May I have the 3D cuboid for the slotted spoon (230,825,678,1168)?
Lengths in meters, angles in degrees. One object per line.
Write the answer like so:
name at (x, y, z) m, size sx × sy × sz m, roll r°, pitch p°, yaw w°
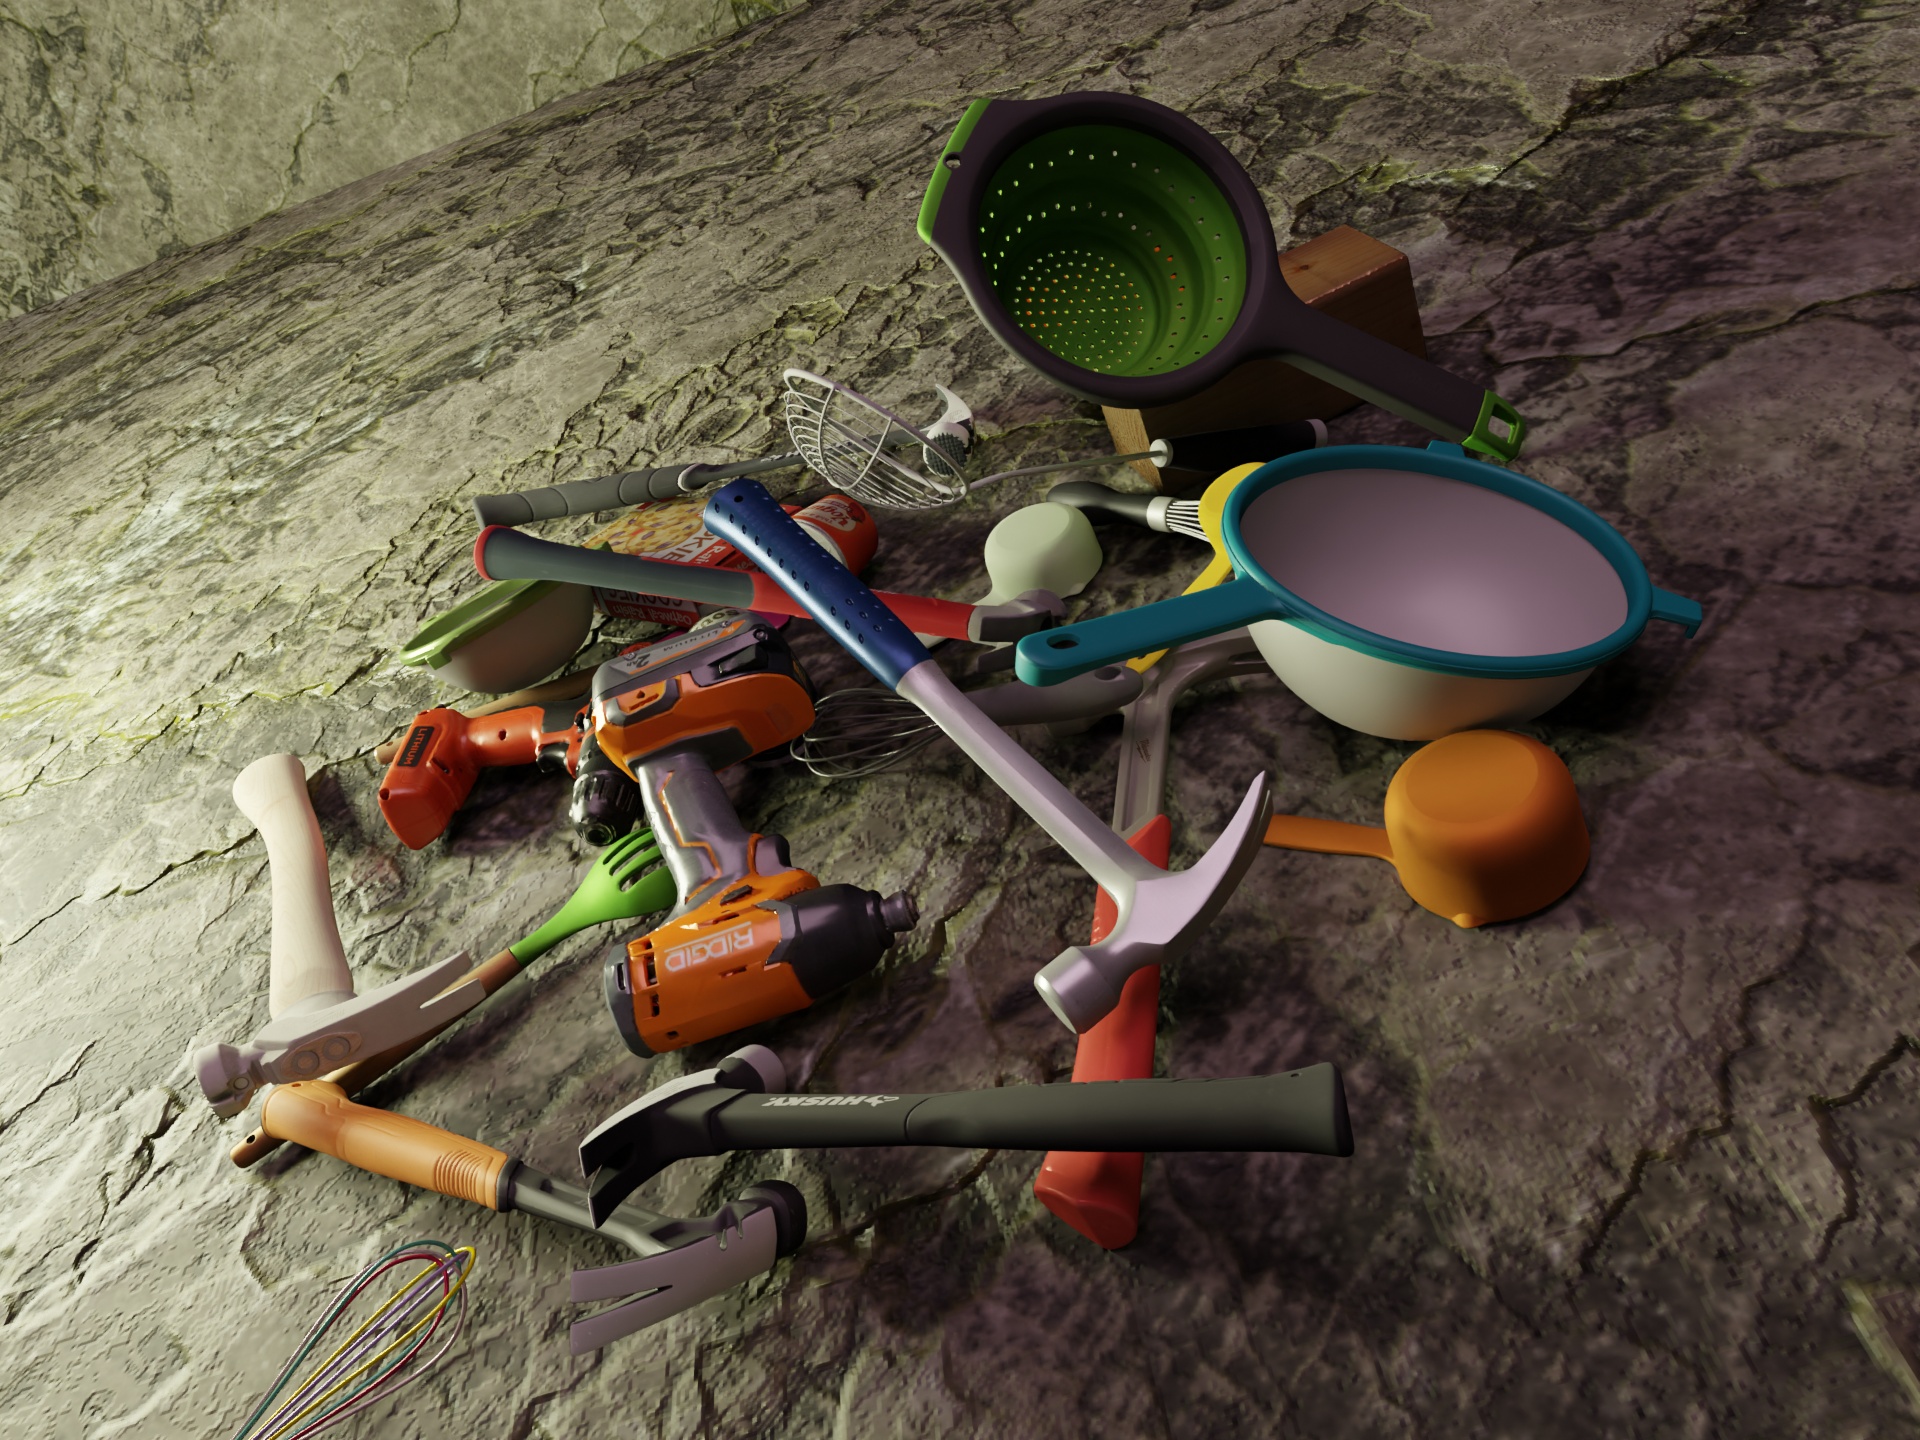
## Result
slotted spoon at (-0.276, 0.153, 0.912) m, size 0.314 × 0.031 × 0.070 m, roll -36°, pitch 45°, yaw -14°

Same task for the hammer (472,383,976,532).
hammer at (-0.187, -0.195, 1.234) m, size 0.409 × 0.036 × 0.149 m, roll -9°, pitch 26°, yaw 9°

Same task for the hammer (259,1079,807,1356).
hammer at (-0.238, 0.219, 0.760) m, size 0.337 × 0.034 × 0.127 m, roll 3°, pitch 6°, yaw 36°

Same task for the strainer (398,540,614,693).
strainer at (-0.345, -0.058, 1.178) m, size 0.151 × 0.069 × 0.256 m, roll -39°, pitch 19°, yaw -27°

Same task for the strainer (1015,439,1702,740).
strainer at (0.176, -0.037, 0.790) m, size 0.340 × 0.095 × 0.211 m, roll -15°, pitch 42°, yaw -23°

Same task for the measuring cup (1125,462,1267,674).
measuring cup at (0.135, -0.088, 0.904) m, size 0.156 × 0.029 × 0.062 m, roll -50°, pitch 34°, yaw -19°

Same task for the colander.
colander at (0.160, -0.244, 1.001) m, size 0.397 × 0.094 × 0.204 m, roll 24°, pitch 73°, yaw -5°

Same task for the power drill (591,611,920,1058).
power drill at (-0.116, 0.056, 0.866) m, size 0.164 × 0.084 × 0.227 m, roll -18°, pitch 56°, yaw 6°

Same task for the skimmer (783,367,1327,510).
skimmer at (0.070, -0.190, 0.993) m, size 0.363 × 0.090 × 0.127 m, roll -10°, pitch 13°, yaw -20°

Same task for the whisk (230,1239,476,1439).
whisk at (-0.316, 0.324, 0.708) m, size 0.245 × 0.051 × 0.047 m, roll -42°, pitch 45°, yaw -18°

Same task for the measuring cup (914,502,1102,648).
measuring cup at (0.015, -0.091, 1.045) m, size 0.167 × 0.038 × 0.083 m, roll -31°, pitch 37°, yaw -13°

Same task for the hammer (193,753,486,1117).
hammer at (-0.408, 0.102, 1.007) m, size 0.146 × 0.038 × 0.411 m, roll -22°, pitch 28°, yaw -17°

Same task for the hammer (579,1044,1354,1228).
hammer at (-0.003, 0.165, 0.650) m, size 0.335 × 0.035 × 0.146 m, roll -9°, pitch 3°, yaw 29°

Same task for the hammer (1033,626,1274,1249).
hammer at (0.092, 0.086, 0.778) m, size 0.149 × 0.036 × 0.359 m, roll -14°, pitch 37°, yaw 23°

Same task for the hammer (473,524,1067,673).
hammer at (-0.136, -0.079, 0.983) m, size 0.386 × 0.038 × 0.143 m, roll 9°, pitch 12°, yaw 16°

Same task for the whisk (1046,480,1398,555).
whisk at (0.156, -0.127, 1.006) m, size 0.070 × 0.070 × 0.285 m, roll -43°, pitch 35°, yaw -24°

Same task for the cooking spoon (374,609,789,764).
cooking spoon at (-0.272, -0.028, 1.141) m, size 0.319 × 0.017 × 0.069 m, roll -20°, pitch 36°, yaw 3°

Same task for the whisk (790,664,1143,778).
whisk at (-0.002, -0.003, 0.907) m, size 0.239 × 0.055 × 0.055 m, roll -10°, pitch 37°, yaw 35°

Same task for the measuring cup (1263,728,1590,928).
measuring cup at (0.207, 0.042, 0.762) m, size 0.174 × 0.052 × 0.095 m, roll 4°, pitch 44°, yaw 34°

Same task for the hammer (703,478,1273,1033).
hammer at (-0.012, -0.020, 0.824) m, size 0.144 × 0.035 × 0.406 m, roll -38°, pitch 53°, yaw -11°
